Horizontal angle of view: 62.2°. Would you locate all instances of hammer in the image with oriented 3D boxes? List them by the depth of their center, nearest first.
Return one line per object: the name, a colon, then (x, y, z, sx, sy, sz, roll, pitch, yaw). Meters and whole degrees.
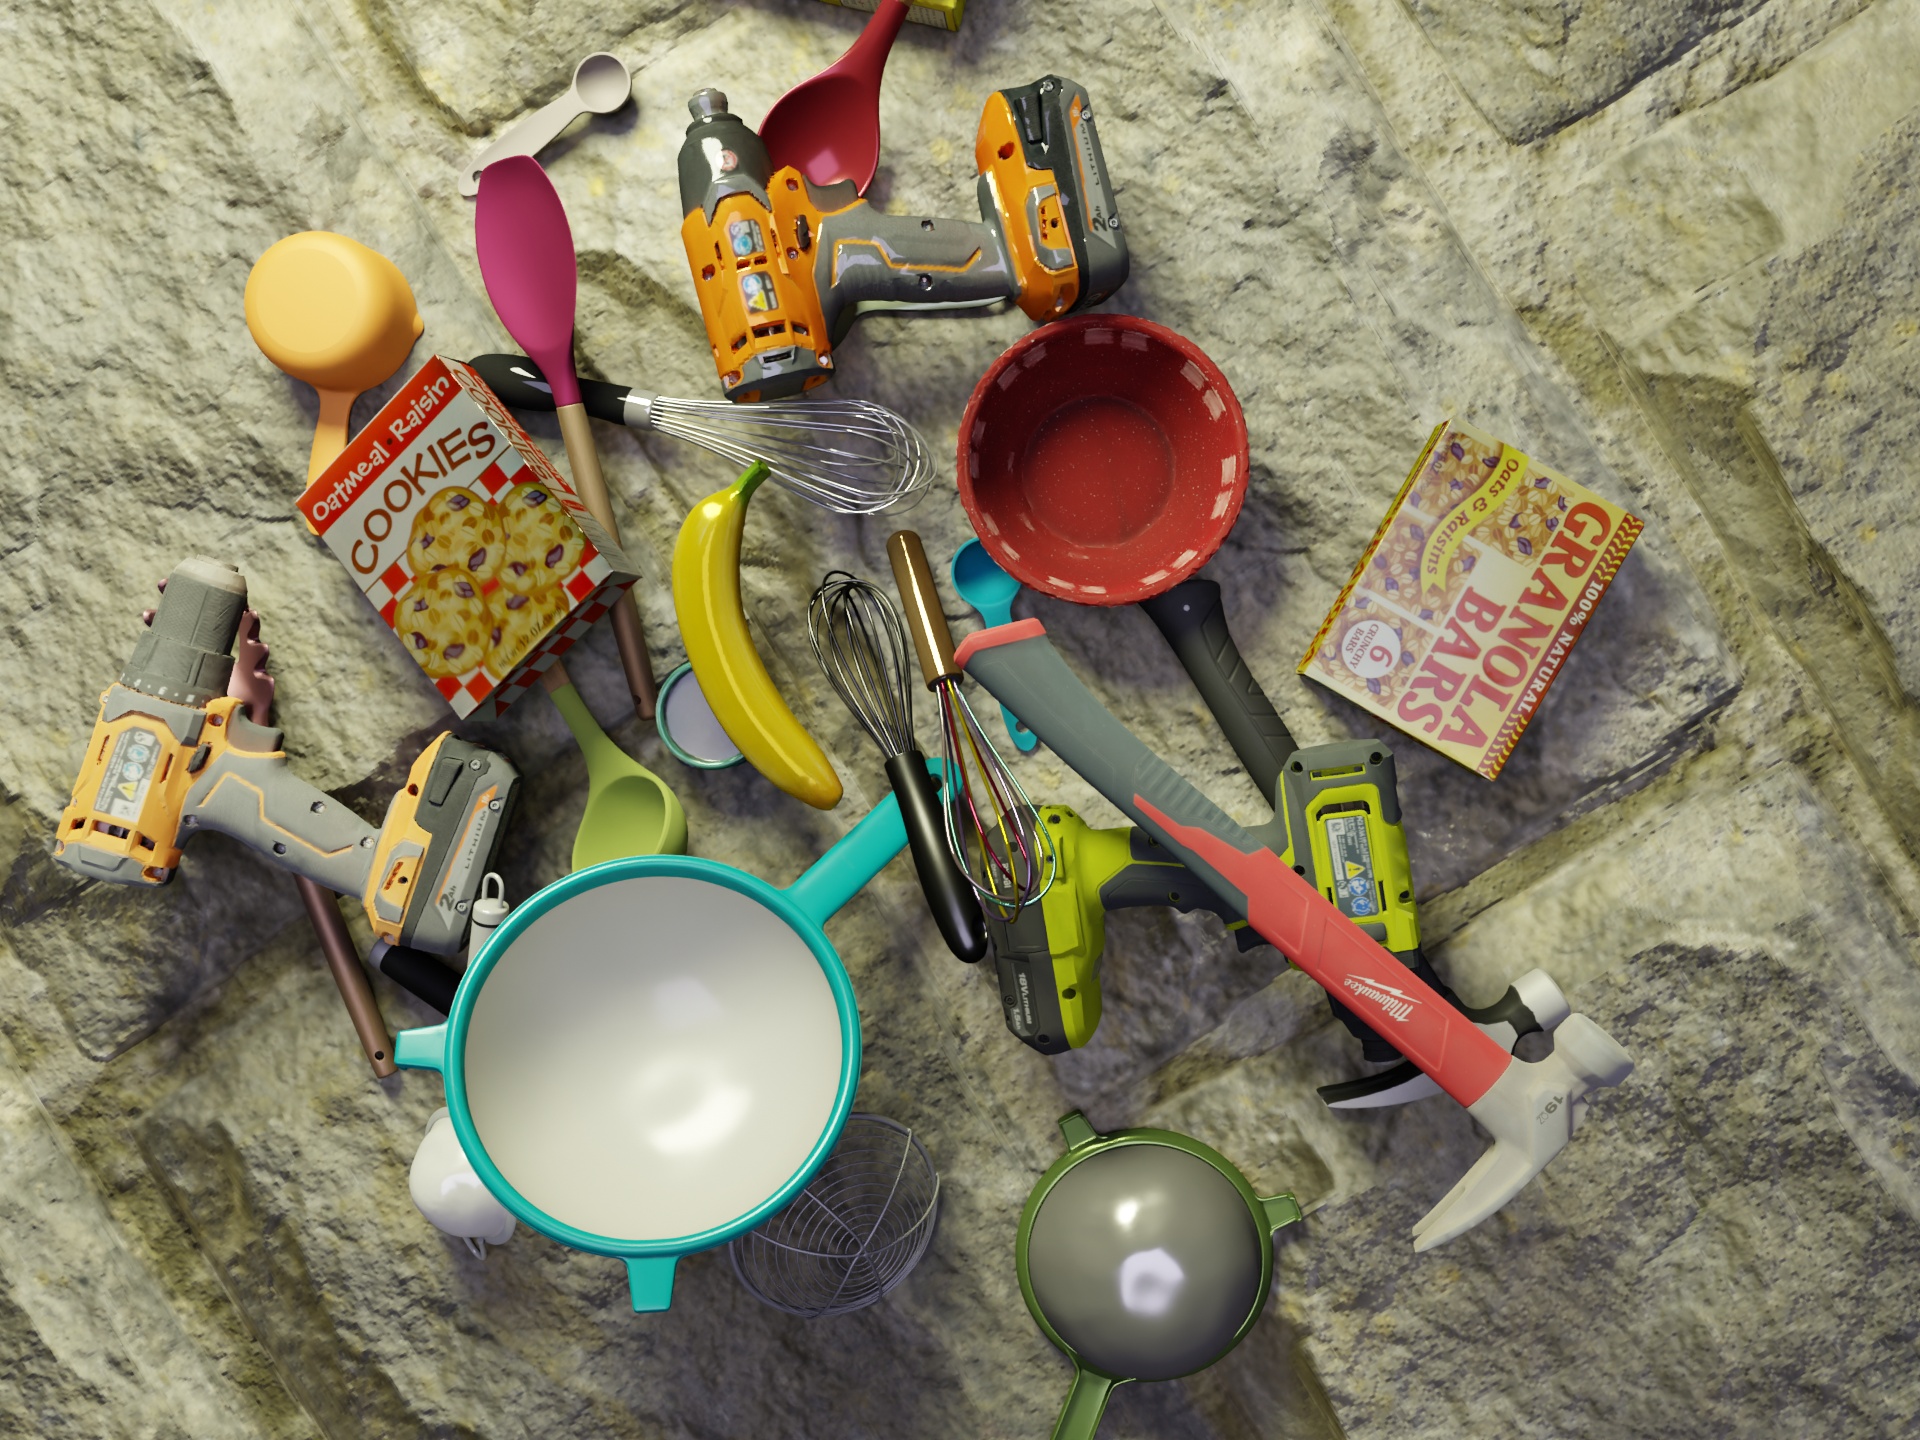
hammer: (0.140, 0.095, 0.811, 0.386, 0.038, 0.143, 41, 102, 7)
hammer: (0.198, 0.065, 0.909, 0.146, 0.035, 0.335, -32, 90, 3)

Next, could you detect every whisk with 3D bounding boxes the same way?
whisk: (-0.001, -0.004, 0.867, 0.051, 0.047, 0.245, -23, 63, 12)
whisk: (-0.032, 0.022, 0.885, 0.055, 0.055, 0.239, -22, 73, 3)
whisk: (-0.151, -0.170, 0.910, 0.284, 0.070, 0.070, 13, 93, 7)

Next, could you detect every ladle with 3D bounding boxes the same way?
ladle: (-0.022, -0.415, 0.860, 0.069, 0.031, 0.315, 26, 112, -17)
ladle: (-0.251, -0.040, 0.918, 0.078, 0.062, 0.320, -30, 87, 23)

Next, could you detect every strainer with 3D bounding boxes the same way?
strainer: (-0.120, 0.147, 0.880, 0.211, 0.095, 0.340, 40, 62, 13)
strainer: (-0.279, 0.204, 0.901, 0.087, 0.050, 0.258, 22, 109, 32)
strainer: (0.087, 0.364, 0.907, 0.151, 0.069, 0.256, 21, 91, 2)

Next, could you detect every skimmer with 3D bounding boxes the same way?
skimmer: (-0.183, 0.223, 0.936, 0.363, 0.090, 0.127, 29, 91, 12)

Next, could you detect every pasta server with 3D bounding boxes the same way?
pasta server: (-0.396, 0.064, 0.937, 0.060, 0.040, 0.316, -21, 92, -13)

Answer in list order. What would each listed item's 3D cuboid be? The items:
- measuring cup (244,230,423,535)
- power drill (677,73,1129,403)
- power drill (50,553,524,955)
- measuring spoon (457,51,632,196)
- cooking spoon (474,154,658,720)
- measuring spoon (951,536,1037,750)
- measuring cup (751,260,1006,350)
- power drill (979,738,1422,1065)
measuring cup: (-0.371, -0.195, 0.918, 0.095, 0.052, 0.173, 7, 90, 2)
power drill: (-0.038, -0.276, 0.861, 0.226, 0.084, 0.164, -16, 94, -9)
power drill: (-0.366, 0.022, 0.893, 0.226, 0.084, 0.185, 18, 87, -9)
measuring spoon: (-0.243, -0.344, 0.930, 0.124, 0.018, 0.034, -32, 90, 10)
cooking spoon: (-0.214, -0.152, 0.898, 0.069, 0.017, 0.318, -4, 106, 28)
measuring spoon: (0.025, -0.045, 0.926, 0.042, 0.021, 0.128, -13, 100, 2)
measuring cup: (-0.055, -0.246, 0.909, 0.167, 0.038, 0.083, -2, 92, 4)
power drill: (0.134, 0.110, 0.868, 0.223, 0.080, 0.171, -9, 92, 16)
